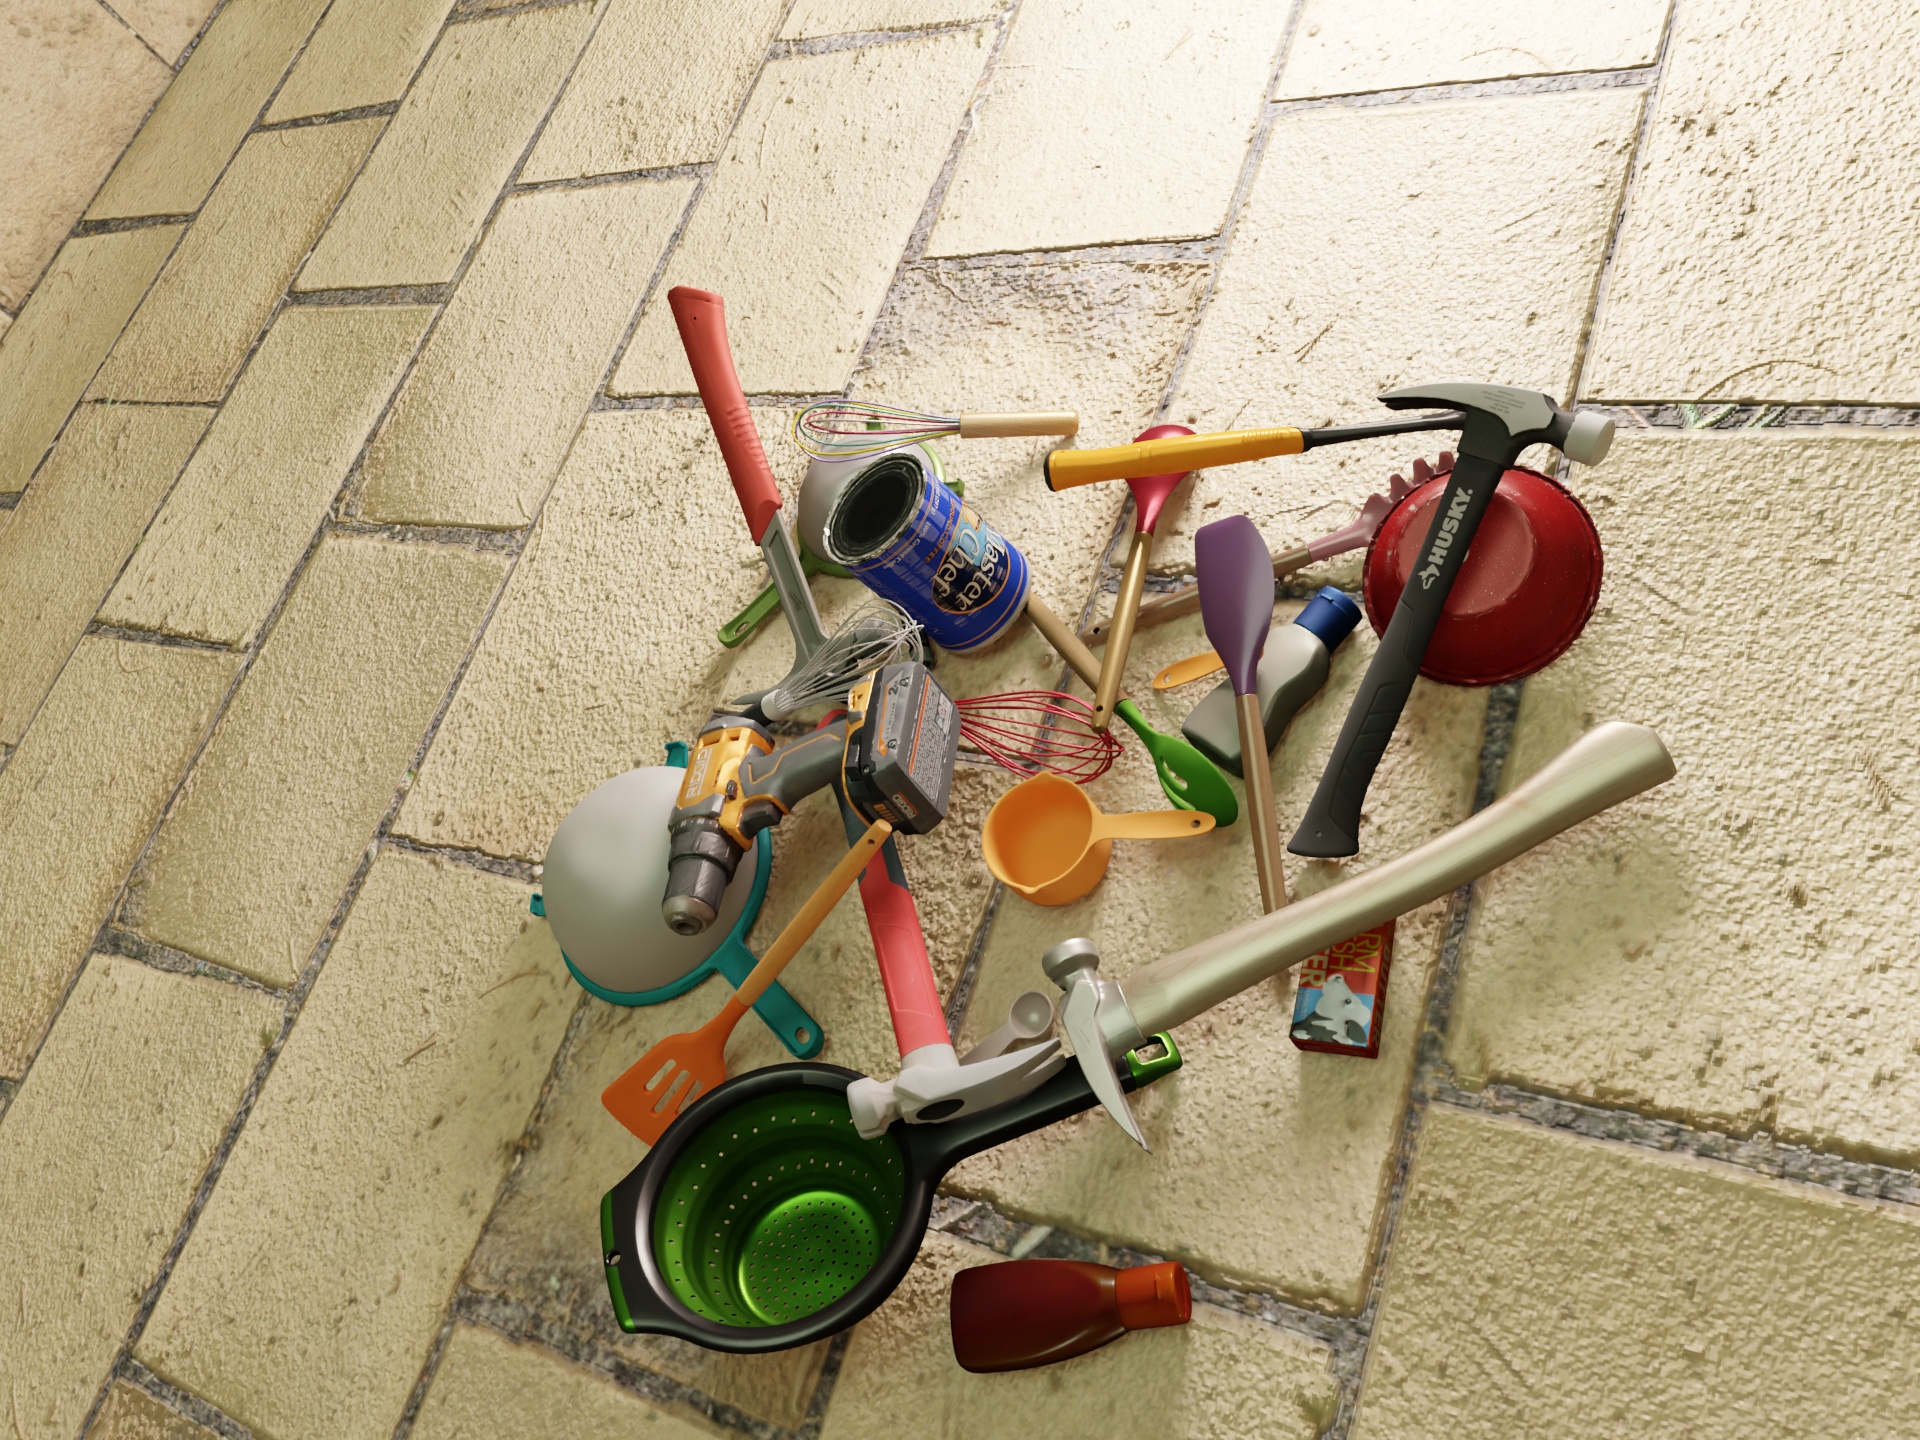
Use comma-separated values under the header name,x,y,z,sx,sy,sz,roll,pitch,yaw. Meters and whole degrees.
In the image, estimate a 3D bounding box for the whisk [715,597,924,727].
name,x,y,z,sx,sy,sz,roll,pitch,yaw
whisk,-0.128,-0.024,1.275,0.284,0.070,0.070,-26,50,42

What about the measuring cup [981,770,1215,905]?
name,x,y,z,sx,sy,sz,roll,pitch,yaw
measuring cup,0.103,0.086,1.131,0.173,0.052,0.095,-5,60,25

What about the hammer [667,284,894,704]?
name,x,y,z,sx,sy,sz,roll,pitch,yaw
hammer,-0.183,-0.197,1.353,0.149,0.036,0.359,-22,86,16

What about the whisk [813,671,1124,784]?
name,x,y,z,sx,sy,sz,roll,pitch,yaw
whisk,-0.002,-0.004,1.233,0.296,0.073,0.073,13,70,36

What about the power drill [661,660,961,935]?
name,x,y,z,sx,sy,sz,roll,pitch,yaw
power drill,-0.121,0.060,1.170,0.226,0.084,0.186,-17,43,27

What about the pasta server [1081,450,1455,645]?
name,x,y,z,sx,sy,sz,roll,pitch,yaw
pasta server,0.233,-0.117,1.186,0.316,0.040,0.060,-20,71,19

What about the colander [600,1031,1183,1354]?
name,x,y,z,sx,sy,sz,roll,pitch,yaw
colander,-0.035,0.310,1.063,0.397,0.094,0.205,-20,43,-4

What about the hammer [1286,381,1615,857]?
name,x,y,z,sx,sy,sz,roll,pitch,yaw
hammer,0.291,-0.062,1.047,0.146,0.035,0.334,26,99,31

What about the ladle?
name,x,y,z,sx,sy,sz,roll,pitch,yaw
ladle,0.134,-0.119,1.214,0.069,0.031,0.316,-2,53,25

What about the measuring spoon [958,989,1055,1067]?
name,x,y,z,sx,sy,sz,roll,pitch,yaw
measuring spoon,0.020,0.237,1.115,0.124,0.018,0.034,-43,51,9

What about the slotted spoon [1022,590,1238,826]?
name,x,y,z,sx,sy,sz,roll,pitch,yaw
slotted spoon,0.109,-0.022,1.194,0.031,0.070,0.314,-24,44,-13

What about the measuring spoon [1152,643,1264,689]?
name,x,y,z,sx,sy,sz,roll,pitch,yaw
measuring spoon,0.180,-0.039,1.158,0.117,0.011,0.021,-20,51,55

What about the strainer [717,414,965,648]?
name,x,y,z,sx,sy,sz,roll,pitch,yaw
strainer,-0.130,-0.169,1.398,0.256,0.069,0.152,-44,51,-3

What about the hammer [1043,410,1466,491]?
name,x,y,z,sx,sy,sz,roll,pitch,yaw
hammer,0.222,-0.203,1.180,0.337,0.034,0.127,-4,18,21

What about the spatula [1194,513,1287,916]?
name,x,y,z,sx,sy,sz,roll,pitch,yaw
spatula,0.201,0.008,1.089,0.060,0.018,0.316,-15,72,35

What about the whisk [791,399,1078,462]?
name,x,y,z,sx,sy,sz,roll,pitch,yaw
whisk,-0.022,-0.254,1.355,0.245,0.051,0.047,-2,43,1

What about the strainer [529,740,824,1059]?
name,x,y,z,sx,sy,sz,roll,pitch,yaw
strainer,-0.226,0.147,1.250,0.211,0.095,0.341,-49,50,-4

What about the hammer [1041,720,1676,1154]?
name,x,y,z,sx,sy,sz,roll,pitch,yaw
hammer,0.256,0.123,1.000,0.410,0.038,0.146,-28,54,8

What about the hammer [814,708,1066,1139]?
name,x,y,z,sx,sy,sz,roll,pitch,yaw
hammer,-0.040,0.121,1.162,0.143,0.038,0.387,-17,43,-2

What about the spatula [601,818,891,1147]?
name,x,y,z,sx,sy,sz,roll,pitch,yaw
spatula,-0.146,0.190,1.145,0.081,0.041,0.322,38,114,-1
